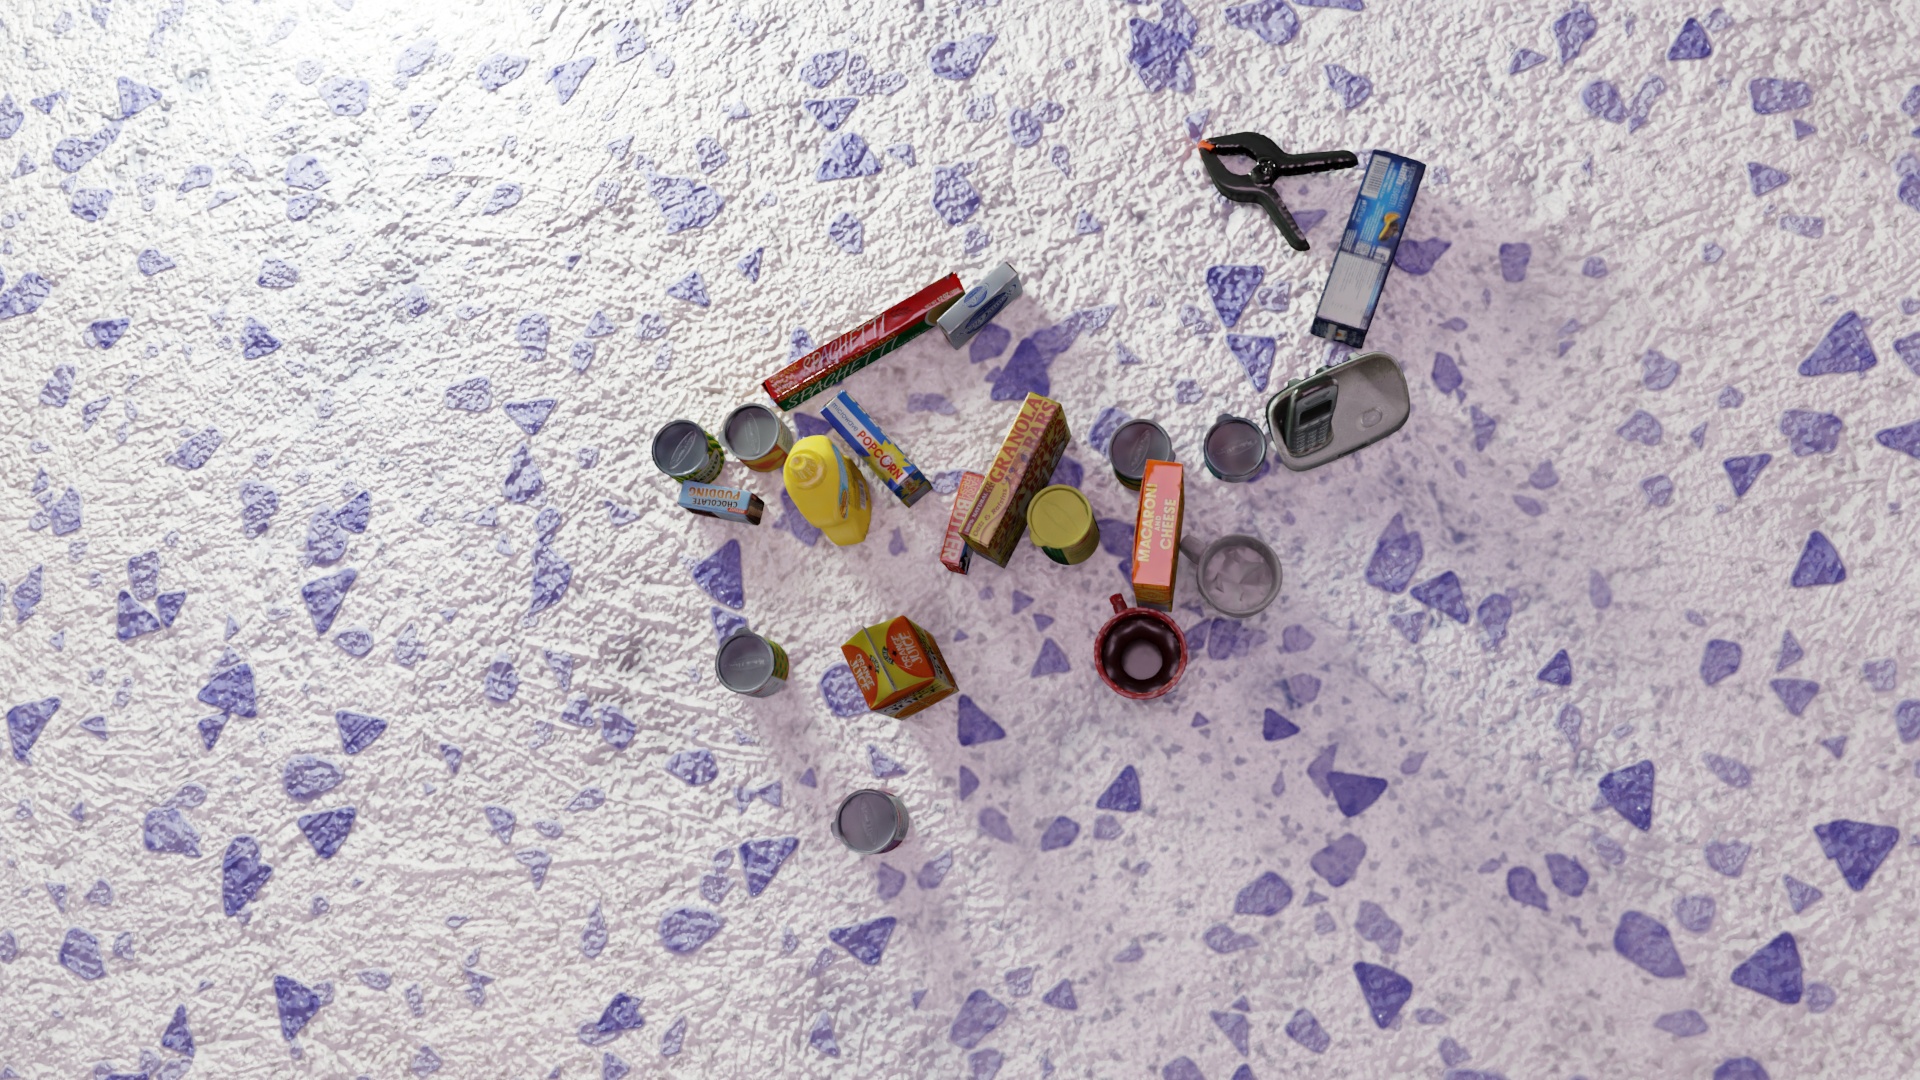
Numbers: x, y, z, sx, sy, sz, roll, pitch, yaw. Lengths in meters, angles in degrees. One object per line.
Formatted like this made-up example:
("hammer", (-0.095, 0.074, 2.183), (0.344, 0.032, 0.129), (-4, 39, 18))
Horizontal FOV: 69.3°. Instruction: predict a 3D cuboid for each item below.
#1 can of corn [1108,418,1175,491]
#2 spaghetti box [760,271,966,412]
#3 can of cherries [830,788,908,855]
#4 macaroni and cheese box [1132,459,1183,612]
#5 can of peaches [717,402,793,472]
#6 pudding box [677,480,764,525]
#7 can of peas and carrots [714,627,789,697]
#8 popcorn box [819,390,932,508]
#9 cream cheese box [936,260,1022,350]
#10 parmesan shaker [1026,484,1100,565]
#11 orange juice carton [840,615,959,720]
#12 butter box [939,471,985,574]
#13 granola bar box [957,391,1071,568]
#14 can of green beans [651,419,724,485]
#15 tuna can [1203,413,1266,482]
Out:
("can of corn", (0.194, -0.089, 1.473), (0.071, 0.058, 0.071), (-2, 78, 9))
("spaghetti box", (-0.105, -0.221, 1.556), (0.250, 0.050, 0.029), (-30, 75, 2))
("can of cherries", (-0.093, 0.292, 1.439), (0.071, 0.058, 0.071), (-2, 78, 9))
("macaroni and cheese box", (0.199, -0.001, 1.397), (0.040, 0.166, 0.124), (6, 80, 11))
("can of peaches", (-0.228, -0.114, 1.550), (0.071, 0.058, 0.071), (-2, 78, 9))
("pudding box", (-0.266, -0.042, 1.545), (0.084, 0.049, 0.030), (10, 80, 12))
("can of peas and carrots", (-0.224, 0.132, 1.496), (0.071, 0.058, 0.071), (-2, 78, 9))
("popcorn box", (-0.091, -0.099, 1.509), (0.038, 0.085, 0.127), (-42, 75, -1))
("cream cheese box", (0.022, -0.260, 1.541), (0.104, 0.053, 0.024), (-42, 75, -1))
("parmesan shaker", (0.106, -0.013, 1.448), (0.071, 0.103, 0.071), (-2, 78, 9))
("orange juice carton", (-0.063, 0.128, 1.400), (0.073, 0.192, 0.072), (-27, 75, 3))
("butter box", (0.005, -0.019, 1.492), (0.024, 0.053, 0.103), (13, 81, 12))
("granola bar box", (0.058, -0.061, 1.456), (0.039, 0.124, 0.165), (26, 84, 14))
("can of green beans", (-0.305, -0.097, 1.559), (0.071, 0.057, 0.071), (-2, 78, 9))
("tuna can", (0.289, -0.098, 1.472), (0.071, 0.033, 0.071), (-2, 78, 9))
